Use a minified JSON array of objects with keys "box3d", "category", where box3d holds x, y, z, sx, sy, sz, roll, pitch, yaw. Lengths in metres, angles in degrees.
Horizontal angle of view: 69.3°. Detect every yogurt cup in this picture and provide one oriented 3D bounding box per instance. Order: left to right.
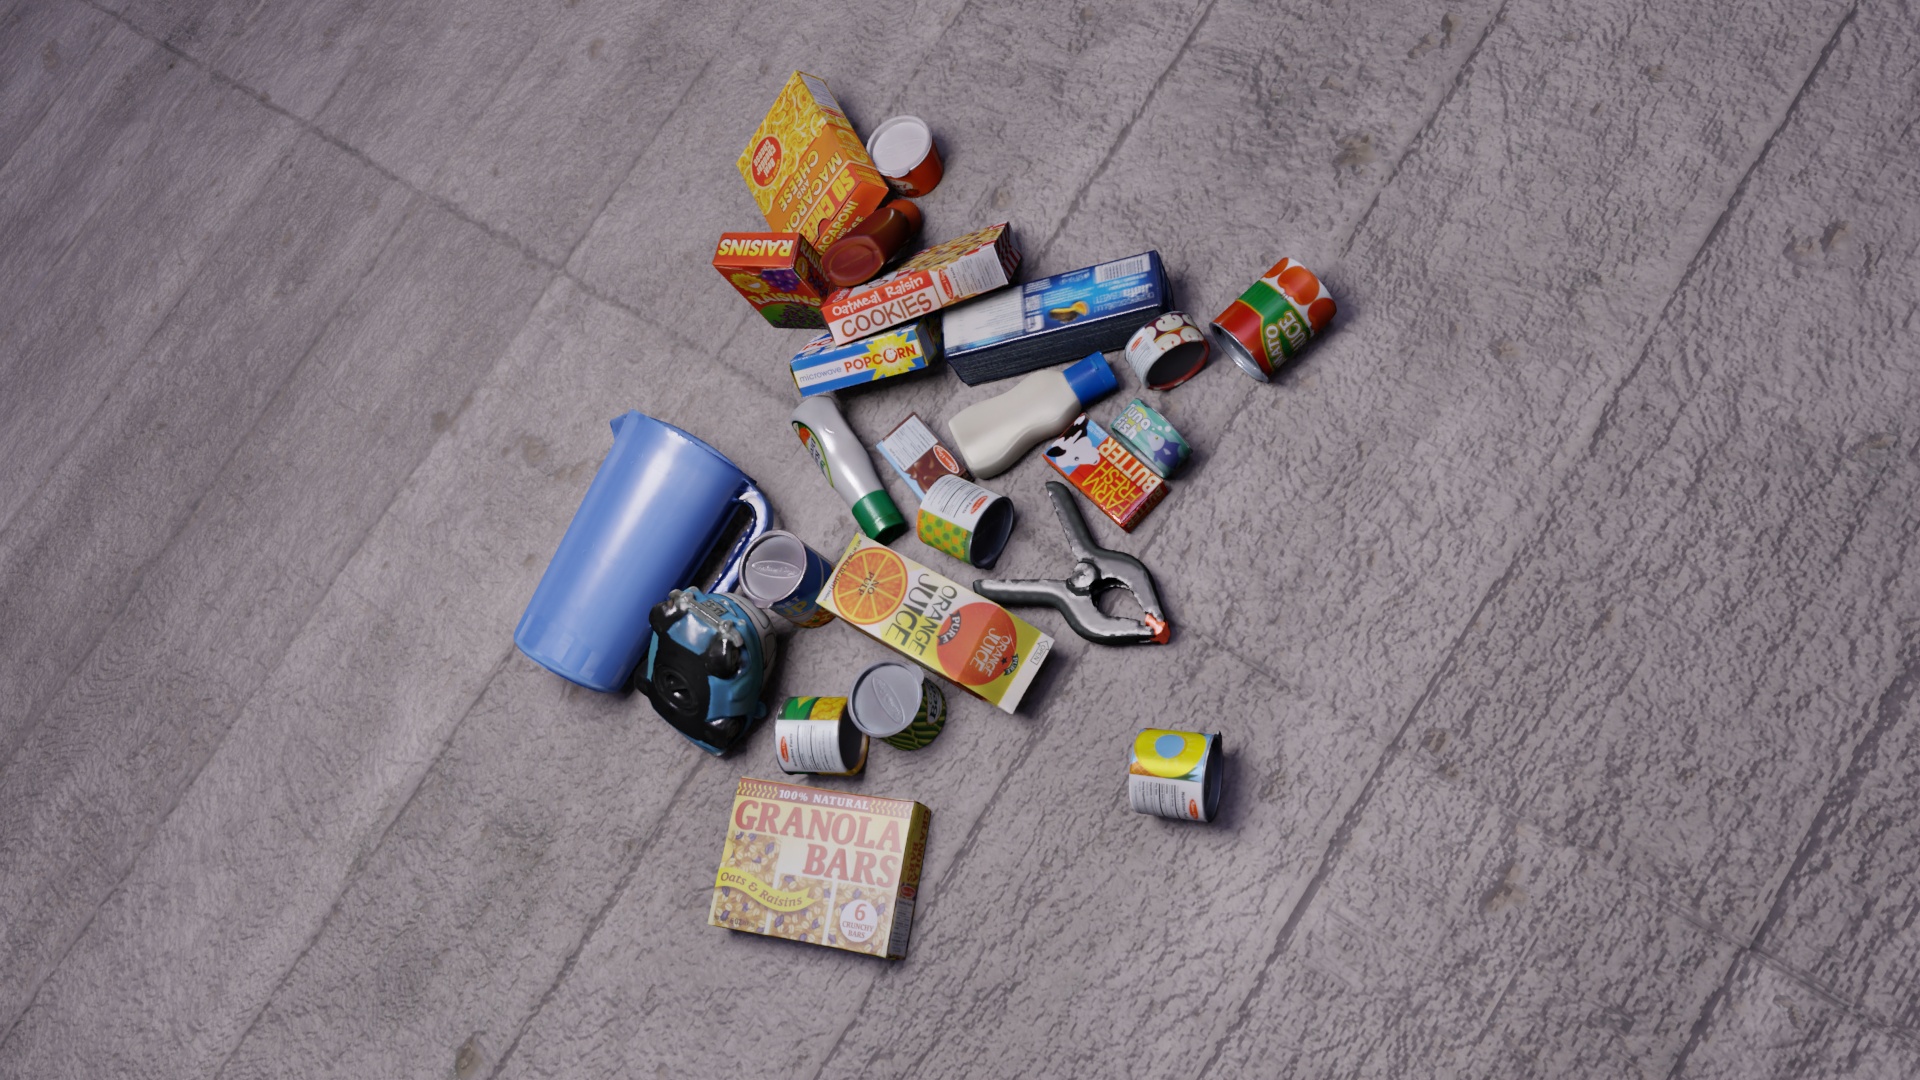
[{"box3d":[-0.051,-0.372,1.355,0.072,0.054,0.072,-7,68,19],"category":"yogurt cup"}]

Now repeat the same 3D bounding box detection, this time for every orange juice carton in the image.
[{"box3d":[-0.017,0.072,1.159,0.193,0.073,0.072,27,81,27],"category":"orange juice carton"}]

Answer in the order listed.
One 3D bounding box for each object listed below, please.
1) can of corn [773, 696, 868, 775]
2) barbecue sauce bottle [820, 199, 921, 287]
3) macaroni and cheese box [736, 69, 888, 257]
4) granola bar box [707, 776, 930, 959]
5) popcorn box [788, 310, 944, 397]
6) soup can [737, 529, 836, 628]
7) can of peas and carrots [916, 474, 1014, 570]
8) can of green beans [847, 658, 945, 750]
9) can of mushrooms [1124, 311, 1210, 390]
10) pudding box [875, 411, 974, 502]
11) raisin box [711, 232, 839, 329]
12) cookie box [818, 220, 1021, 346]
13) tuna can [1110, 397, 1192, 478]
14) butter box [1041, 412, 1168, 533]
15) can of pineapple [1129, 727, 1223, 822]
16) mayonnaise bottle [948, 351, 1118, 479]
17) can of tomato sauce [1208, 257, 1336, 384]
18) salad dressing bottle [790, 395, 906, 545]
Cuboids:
[{"box3d":[-0.115,0.163,1.168,0.058,0.071,0.071,-2,70,20],"category":"can of corn"},{"box3d":[-0.076,-0.281,1.288,0.064,0.043,0.149,-20,20,27],"category":"barbecue sauce bottle"},{"box3d":[-0.149,-0.358,1.367,0.123,0.040,0.167,-48,56,32],"category":"macaroni and cheese box"},{"box3d":[-0.117,0.267,1.141,0.165,0.039,0.124,3,71,22],"category":"granola bar box"},{"box3d":[-0.084,-0.174,1.274,0.126,0.085,0.038,-12,110,17],"category":"popcorn box"},{"box3d":[-0.147,0.038,1.217,0.071,0.083,0.071,-8,68,19],"category":"soup can"},{"box3d":[0.004,-0.015,1.191,0.059,0.071,0.071,24,81,28],"category":"can of peas and carrots"},{"box3d":[-0.052,0.137,1.156,0.071,0.057,0.071,-8,68,19],"category":"can of green beans"},{"box3d":[0.178,-0.161,1.178,0.071,0.071,0.033,-32,62,7],"category":"can of mushrooms"},{"box3d":[-0.032,-0.069,1.244,0.049,0.030,0.084,-42,61,1],"category":"pudding box"},{"box3d":[-0.165,-0.243,1.310,0.086,0.123,0.040,6,73,23],"category":"raisin box"},{"box3d":[-0.034,-0.236,1.262,0.167,0.123,0.040,-17,110,15],"category":"cookie box"},{"box3d":[0.157,-0.086,1.154,0.033,0.071,0.071,-46,61,1],"category":"tuna can"},{"box3d":[0.123,-0.058,1.182,0.053,0.024,0.104,-45,61,-1],"category":"butter box"},{"box3d":[0.164,0.176,1.053,0.058,0.071,0.071,3,72,23],"category":"can of pineapple"},{"box3d":[0.066,-0.114,1.218,0.148,0.041,0.065,-29,64,8],"category":"mayonnaise bottle"},{"box3d":[0.261,-0.183,1.153,0.083,0.071,0.071,-42,61,1],"category":"can of tomato sauce"},{"box3d":[-0.100,-0.063,1.253,0.044,0.064,0.148,-28,69,-15],"category":"salad dressing bottle"}]
